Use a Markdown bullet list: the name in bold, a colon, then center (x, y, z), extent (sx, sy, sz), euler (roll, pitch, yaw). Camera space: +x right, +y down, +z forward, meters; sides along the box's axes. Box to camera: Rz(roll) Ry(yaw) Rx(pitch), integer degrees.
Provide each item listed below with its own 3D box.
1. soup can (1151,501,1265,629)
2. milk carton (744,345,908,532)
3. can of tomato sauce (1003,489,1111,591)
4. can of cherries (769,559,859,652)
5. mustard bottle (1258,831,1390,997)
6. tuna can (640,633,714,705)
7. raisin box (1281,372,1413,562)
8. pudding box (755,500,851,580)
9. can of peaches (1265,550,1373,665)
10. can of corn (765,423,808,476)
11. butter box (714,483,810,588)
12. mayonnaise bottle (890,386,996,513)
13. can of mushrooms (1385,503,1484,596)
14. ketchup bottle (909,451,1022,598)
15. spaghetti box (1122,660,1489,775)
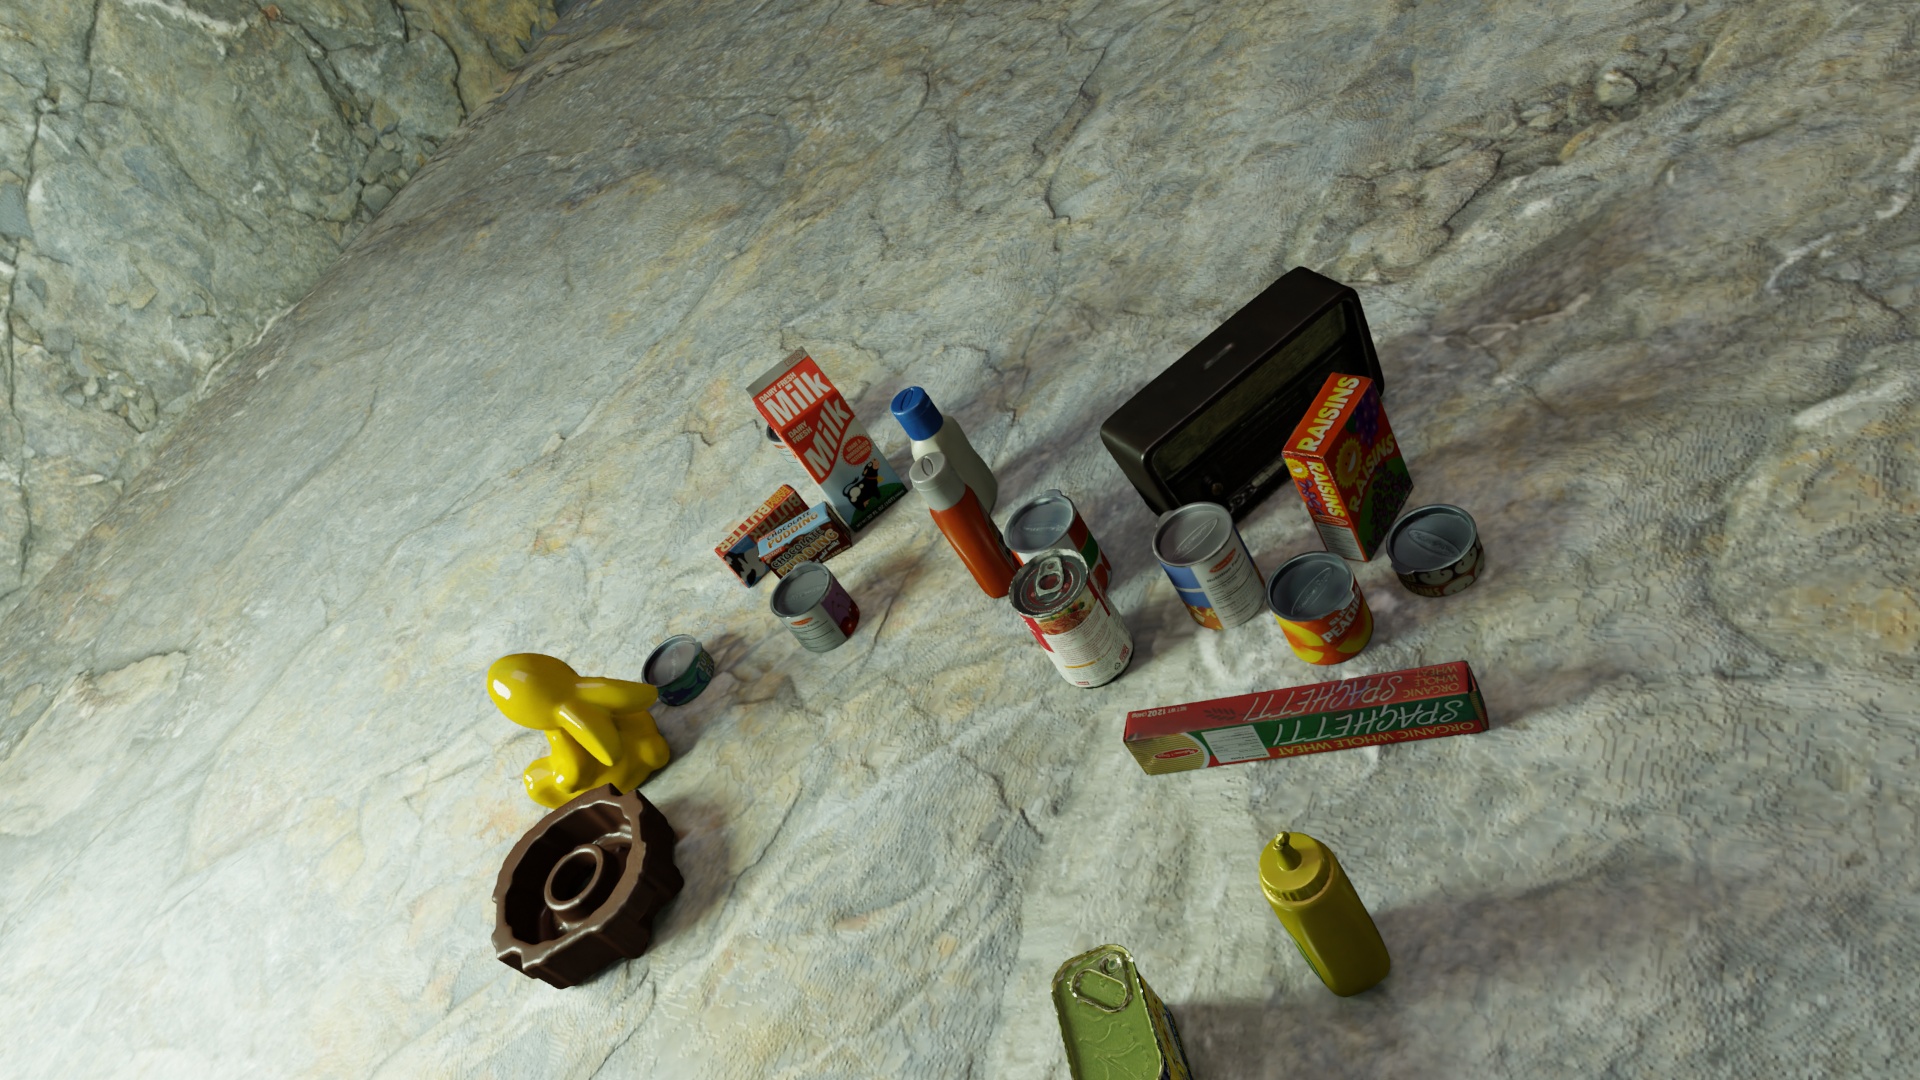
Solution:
- **soup can**: center (0.196, 0.019, 1.102), extent (0.071, 0.083, 0.072), euler (-20, 41, 18)
- **milk carton**: center (-0.137, -0.105, 1.383), extent (0.072, 0.190, 0.073), euler (-39, 39, -5)
- **can of tomato sauce**: center (0.085, 0.010, 1.193), extent (0.071, 0.082, 0.071), euler (-20, 41, 18)
- **can of cherries**: center (-0.137, 0.062, 1.317), extent (0.071, 0.058, 0.072), euler (-20, 41, 18)
- **mustard bottle**: center (0.211, 0.215, 0.830), extent (0.049, 0.159, 0.065), euler (-32, 39, 4)
- **tuna can**: center (-0.276, 0.127, 1.370), extent (0.071, 0.032, 0.071), euler (-20, 41, 18)
- **raisin box**: center (0.301, -0.056, 1.074), extent (0.040, 0.123, 0.086), euler (15, 60, 44)
- **pudding box**: center (-0.158, 0.002, 1.400), extent (0.083, 0.049, 0.030), euler (-29, 39, 7)
- **can of peaches**: center (0.270, 0.052, 1.037), extent (0.071, 0.058, 0.071), euler (-20, 41, 18)
- **can of corn**: center (-0.168, -0.114, 1.520), extent (0.071, 0.058, 0.071), euler (-20, 41, 18)
- **butter box**: center (-0.200, -0.005, 1.435), extent (0.104, 0.053, 0.024), euler (-45, 40, -12)
- **mayonnaise bottle**: center (-0.016, -0.082, 1.306), extent (0.041, 0.147, 0.065), euler (-8, 46, 30)
- **can of mushrooms**: center (0.354, 0.009, 1.041), extent (0.071, 0.033, 0.071), euler (-20, 41, 18)
- **ketchup bottle**: center (0.004, -0.015, 1.223), extent (0.043, 0.148, 0.065), euler (-29, 39, 8)
- **spaghetti box**: center (0.241, 0.128, 0.985), extent (0.250, 0.050, 0.029), euler (-13, 44, 25)
